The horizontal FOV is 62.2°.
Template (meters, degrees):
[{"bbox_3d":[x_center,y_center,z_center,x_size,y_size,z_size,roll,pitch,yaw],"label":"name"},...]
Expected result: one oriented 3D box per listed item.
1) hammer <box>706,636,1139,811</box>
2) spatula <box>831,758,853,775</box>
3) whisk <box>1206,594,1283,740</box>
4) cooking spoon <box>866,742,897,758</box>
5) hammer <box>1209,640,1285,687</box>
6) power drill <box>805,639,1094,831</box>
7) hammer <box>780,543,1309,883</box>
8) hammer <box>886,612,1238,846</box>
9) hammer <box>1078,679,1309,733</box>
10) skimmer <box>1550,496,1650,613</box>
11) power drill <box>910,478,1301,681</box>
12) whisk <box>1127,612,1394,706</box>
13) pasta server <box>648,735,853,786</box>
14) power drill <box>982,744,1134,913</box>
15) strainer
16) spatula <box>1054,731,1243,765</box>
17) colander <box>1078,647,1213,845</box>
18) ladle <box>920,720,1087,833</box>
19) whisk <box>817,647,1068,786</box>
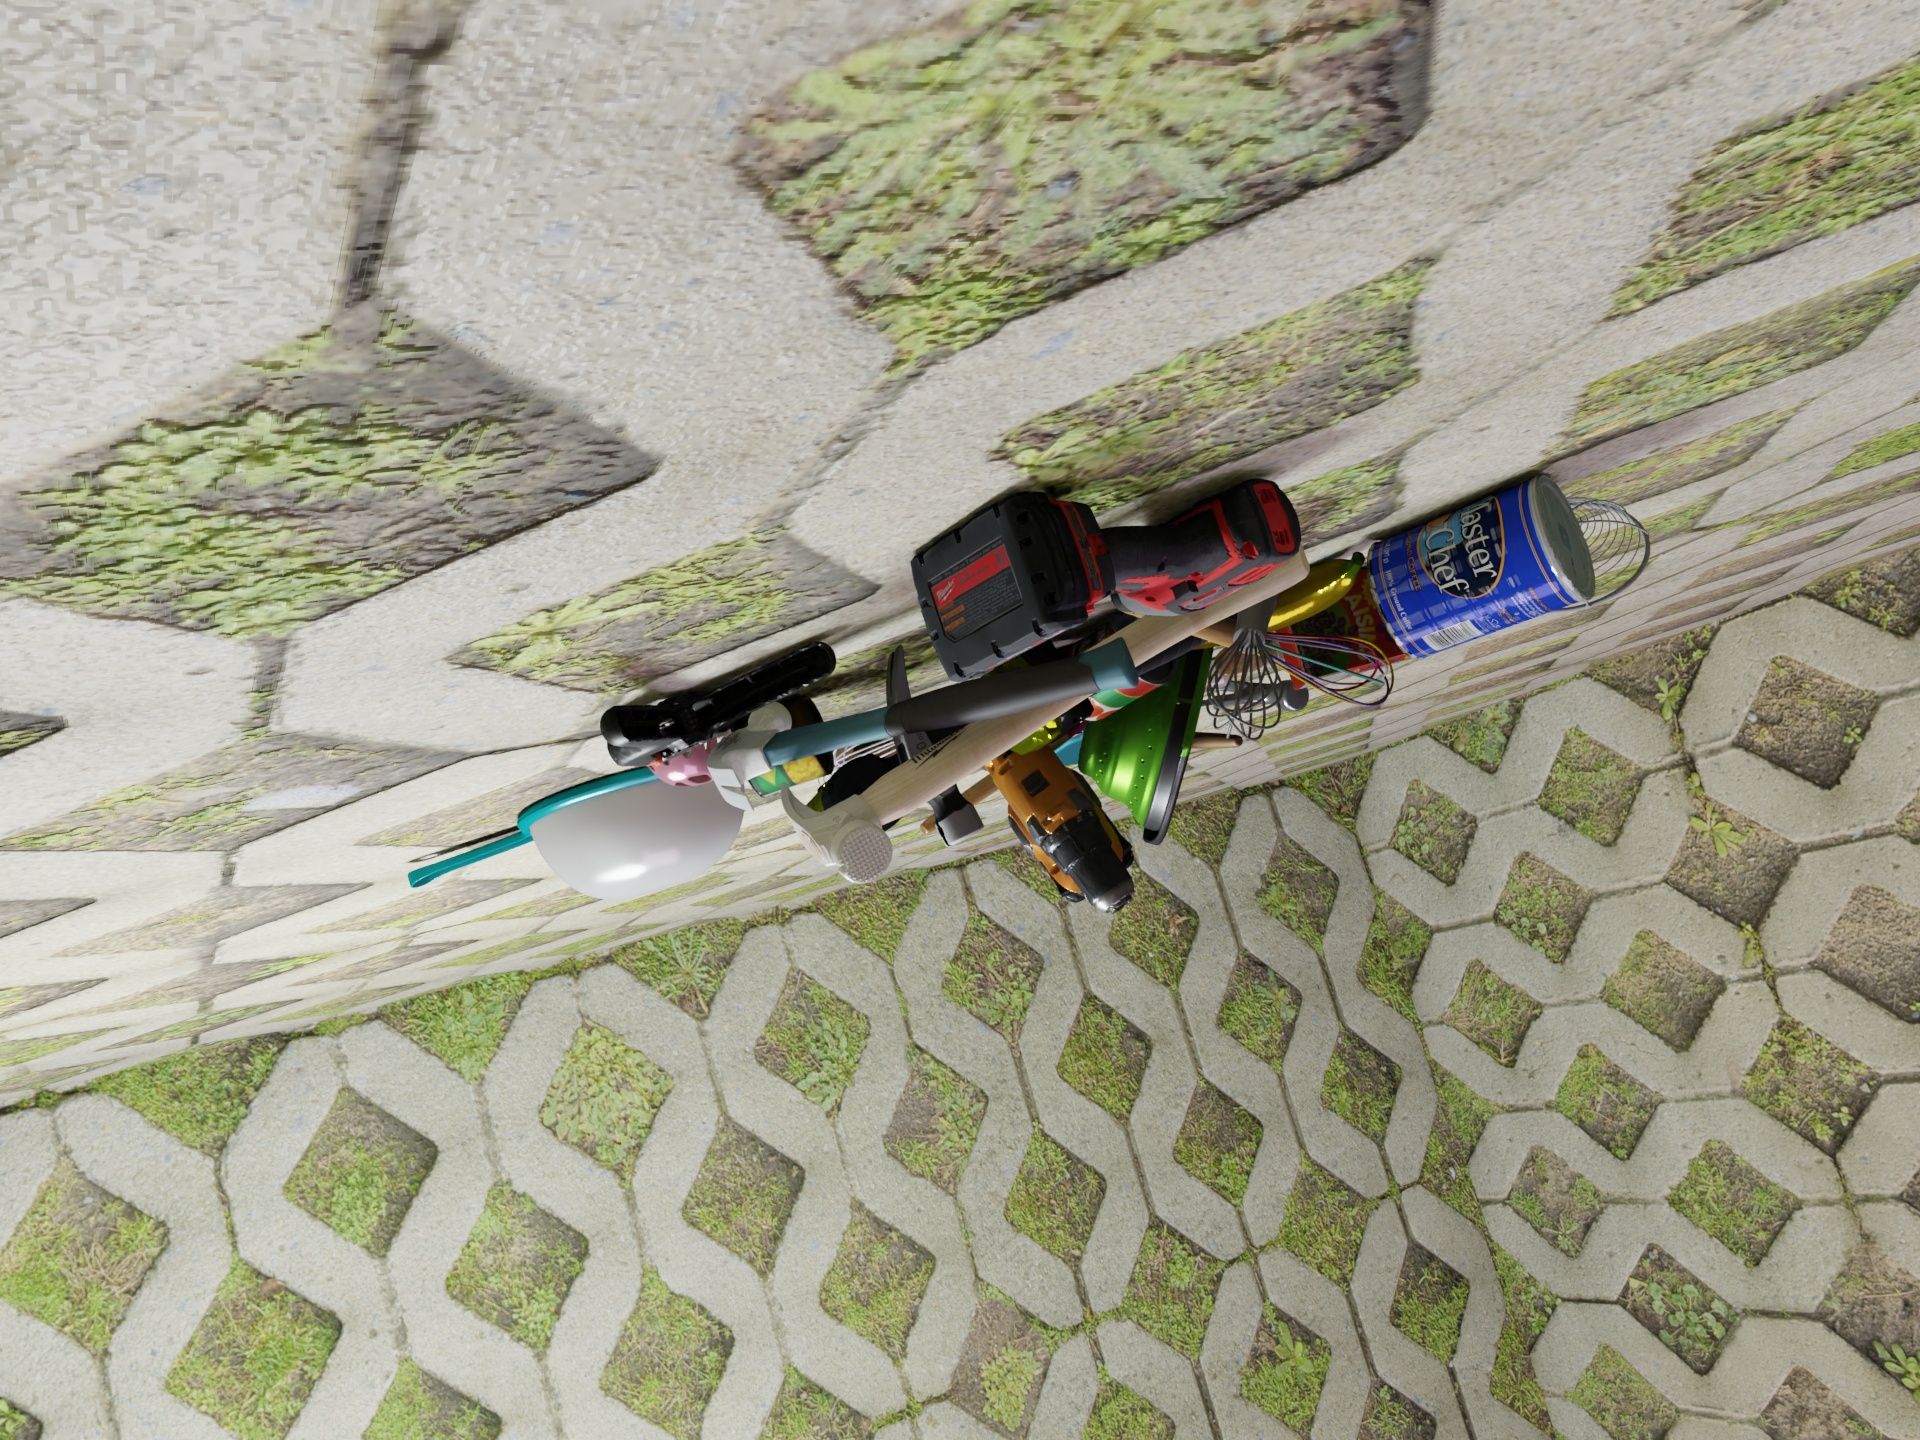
[{"bbox_3d":[-0.032,-0.004,1.063,0.331,0.033,0.128,-13,-158,29],"label":"hammer"},{"bbox_3d":[-0.120,0.064,1.659,0.059,0.018,0.316,-3,171,-12],"label":"spatula"},{"bbox_3d":[0.208,-0.057,1.129,0.055,0.055,0.239,-21,-156,26],"label":"whisk"},{"bbox_3d":[-0.029,0.035,1.683,0.069,0.017,0.318,-17,172,20],"label":"cooking spoon"},{"bbox_3d":[0.278,-0.060,1.496,0.130,0.031,0.331,-21,177,15],"label":"hammer"},{"bbox_3d":[-0.018,0.028,1.257,0.223,0.080,0.171,-31,177,-18],"label":"power drill"},{"bbox_3d":[0.067,-0.024,1.098,0.410,0.038,0.146,-31,-158,-15],"label":"hammer"},{"bbox_3d":[0.098,-0.040,1.201,0.335,0.146,0.035,-25,175,-21],"label":"hammer"},{"bbox_3d":[0.159,-0.002,1.672,0.405,0.035,0.144,-9,-174,-23],"label":"hammer"},{"bbox_3d":[0.464,-0.113,1.423,0.127,0.090,0.363,-47,-178,-16],"label":"skimmer"},{"bbox_3d":[0.087,-0.088,0.952,0.219,0.078,0.143,-13,172,-39],"label":"power drill"},{"bbox_3d":[0.229,-0.062,1.213,0.244,0.047,0.051,16,-162,-20],"label":"whisk"},{"bbox_3d":[-0.169,0.028,1.366,0.060,0.040,0.316,-20,175,22],"label":"pasta server"},{"bbox_3d":[0.100,0.103,1.424,0.084,0.185,0.226,-36,161,0],"label":"power drill"},{"bbox_3d":[-0.339,0.126,1.430,0.340,0.095,0.211,-19,171,11],"label":"strainer"},{"bbox_3d":[0.195,0.031,1.706,0.082,0.044,0.317,-3,-178,-31],"label":"spatula"},{"bbox_3d":[0.164,0.032,1.531,0.094,0.205,0.396,14,162,5],"label":"colander"},{"bbox_3d":[0.081,0.027,1.532,0.315,0.031,0.069,-32,160,-30],"label":"ladle"},{"bbox_3d":[-0.002,-0.004,1.380,0.284,0.070,0.070,-23,170,16],"label":"whisk"}]
